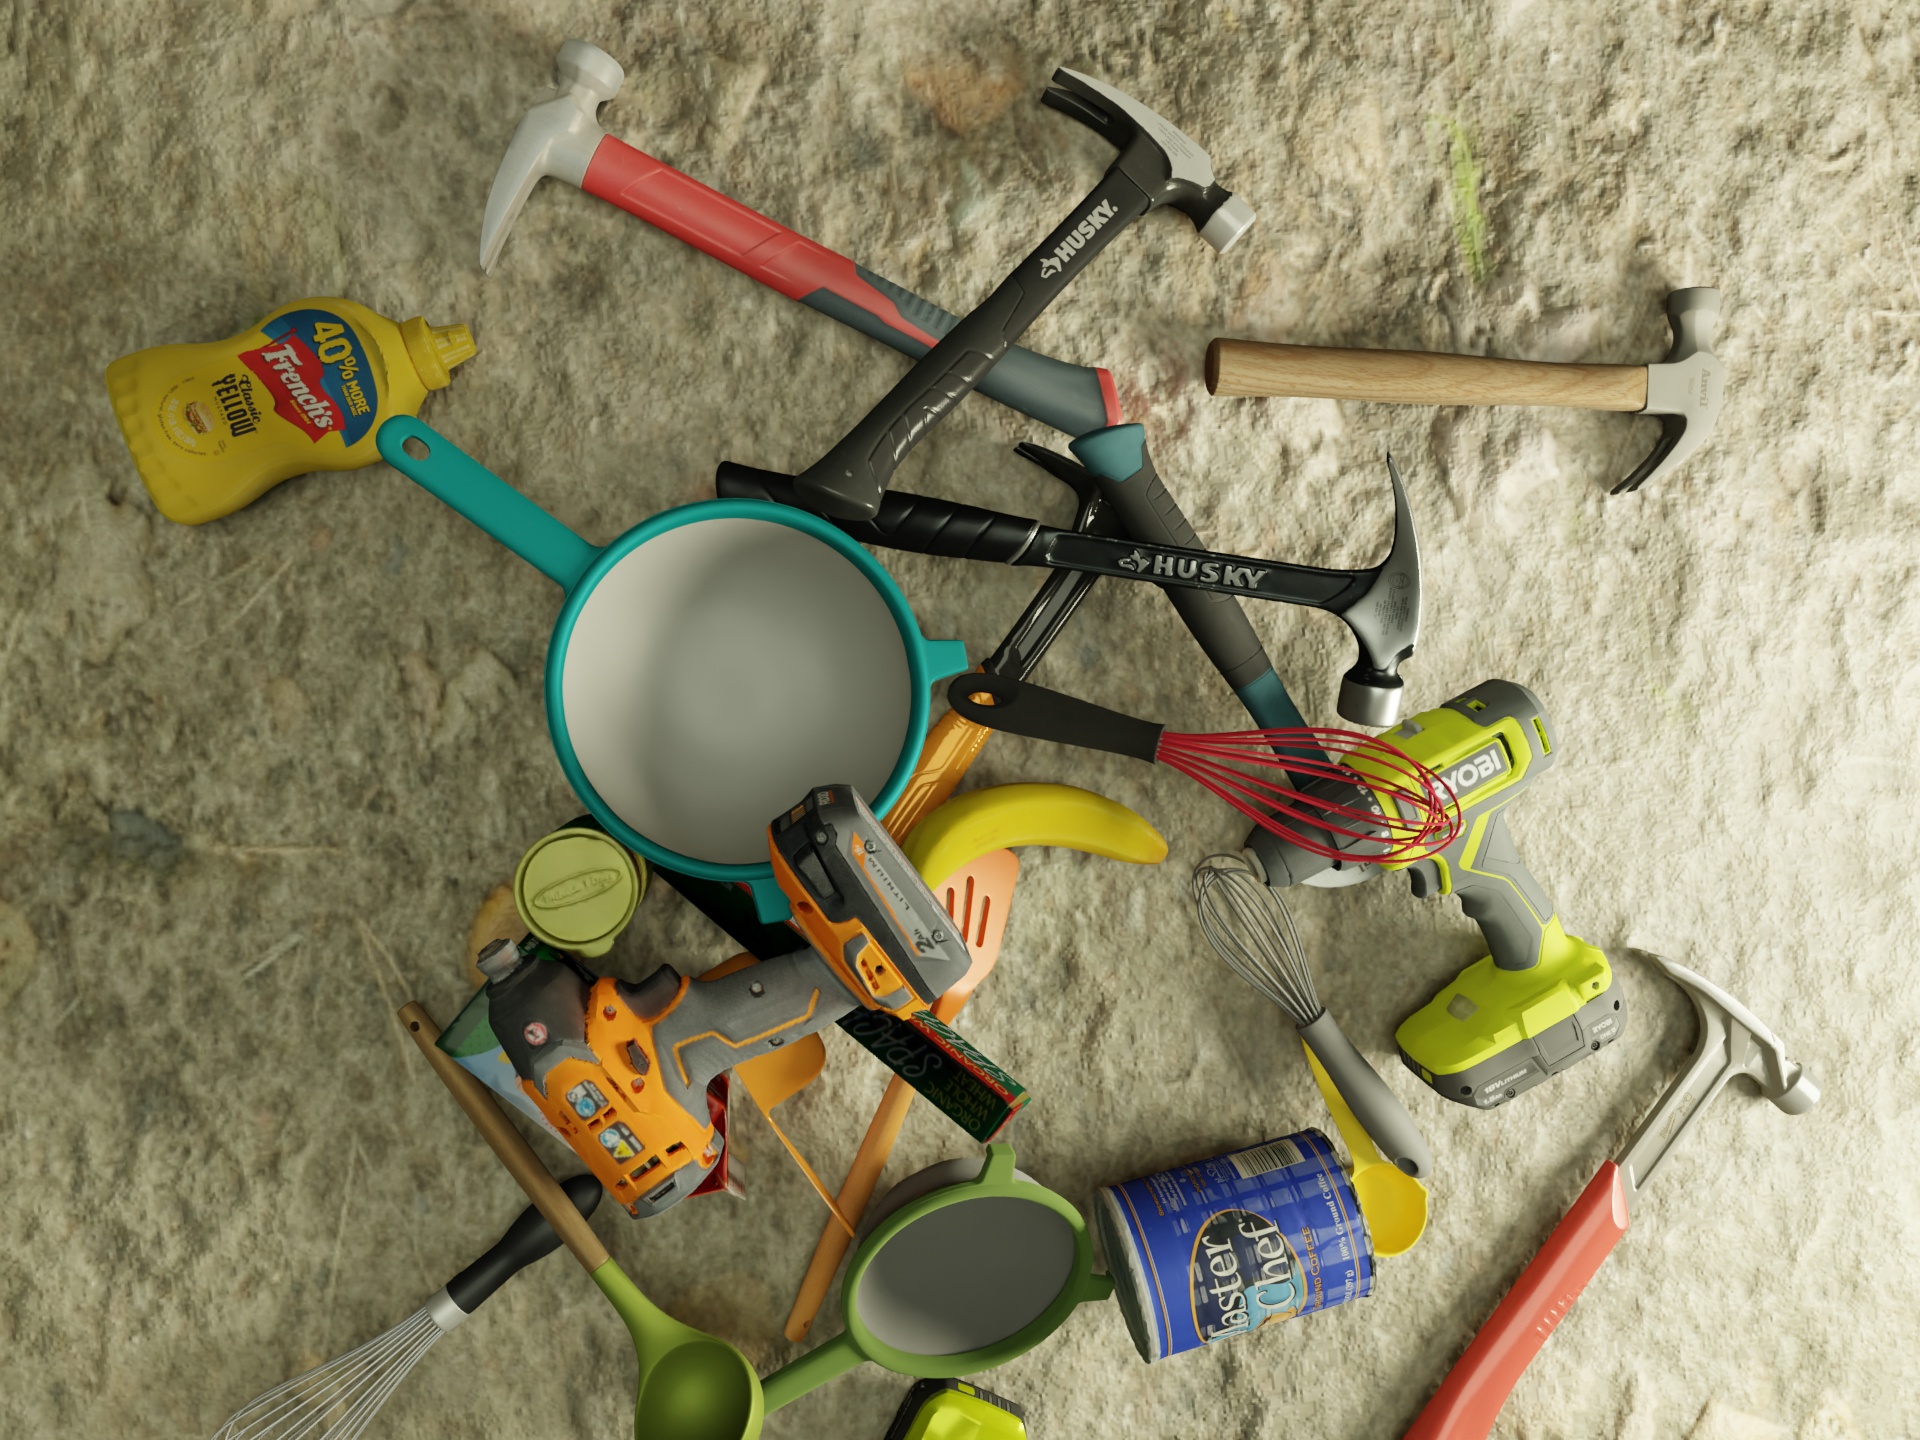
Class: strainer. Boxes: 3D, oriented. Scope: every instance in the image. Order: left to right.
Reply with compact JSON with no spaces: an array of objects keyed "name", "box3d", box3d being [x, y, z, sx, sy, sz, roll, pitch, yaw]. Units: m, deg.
[{"name":"strainer","box3d":[-0.180,-0.052,0.900,0.340,0.095,0.211,36,77,-7]},{"name":"strainer","box3d":[-0.047,0.339,0.945,0.256,0.069,0.151,-31,121,4]}]

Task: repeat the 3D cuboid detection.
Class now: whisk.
[{"name":"whisk","box3d":[-0.323,0.361,0.918,0.284,0.070,0.070,-40,96,-9]},{"name":"whisk","box3d":[0.130,0.019,0.890,0.296,0.073,0.073,15,90,16]},{"name":"whisk","box3d":[0.218,0.182,0.973,0.055,0.055,0.239,-36,92,-5]}]

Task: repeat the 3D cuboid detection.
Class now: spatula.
[{"name":"spatula","box3d":[-0.043,0.224,0.955,0.081,0.041,0.322,18,98,-42]}]

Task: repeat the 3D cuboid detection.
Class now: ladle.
[{"name":"ladle","box3d":[-0.223,0.289,0.896,0.078,0.062,0.320,-39,85,-1]}]

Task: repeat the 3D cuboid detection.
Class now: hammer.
[{"name":"hammer","box3d":[-0.085,-0.245,0.939,0.386,0.038,0.143,26,89,-7]},{"name":"hammer","box3d":[-0.002,-0.003,0.957,0.127,0.034,0.337,35,87,-7]},{"name":"hammer","box3d":[0.023,-0.238,0.912,0.146,0.035,0.335,43,70,-4]},{"name":"hammer","box3d":[0.056,-0.103,0.902,0.409,0.036,0.149,10,107,10]},{"name":"hammer","box3d":[0.169,-0.038,0.954,0.128,0.033,0.331,-36,104,-4]},{"name":"hammer","box3d":[0.316,-0.210,0.992,0.331,0.031,0.130,1,91,-7]},{"name":"hammer","box3d":[0.390,0.324,1.012,0.149,0.037,0.359,39,86,-6]}]

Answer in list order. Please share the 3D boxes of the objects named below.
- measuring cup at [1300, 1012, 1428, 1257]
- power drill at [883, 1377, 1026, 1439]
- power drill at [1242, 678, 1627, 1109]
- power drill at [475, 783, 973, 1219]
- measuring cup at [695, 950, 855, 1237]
[{"name":"measuring cup","box3d":[0.243,0.259,1.002,0.062,0.029,0.156,-18,81,-13]},{"name":"power drill","box3d":[0.000,0.464,0.873,0.080,0.223,0.171,25,88,-7]},{"name":"power drill","box3d":[0.287,0.111,0.952,0.190,0.080,0.228,-28,105,-6]},{"name":"power drill","box3d":[-0.127,0.132,0.821,0.226,0.084,0.164,-36,103,0]},{"name":"measuring cup","box3d":[-0.092,0.211,0.917,0.052,0.095,0.173,-34,86,-13]}]
